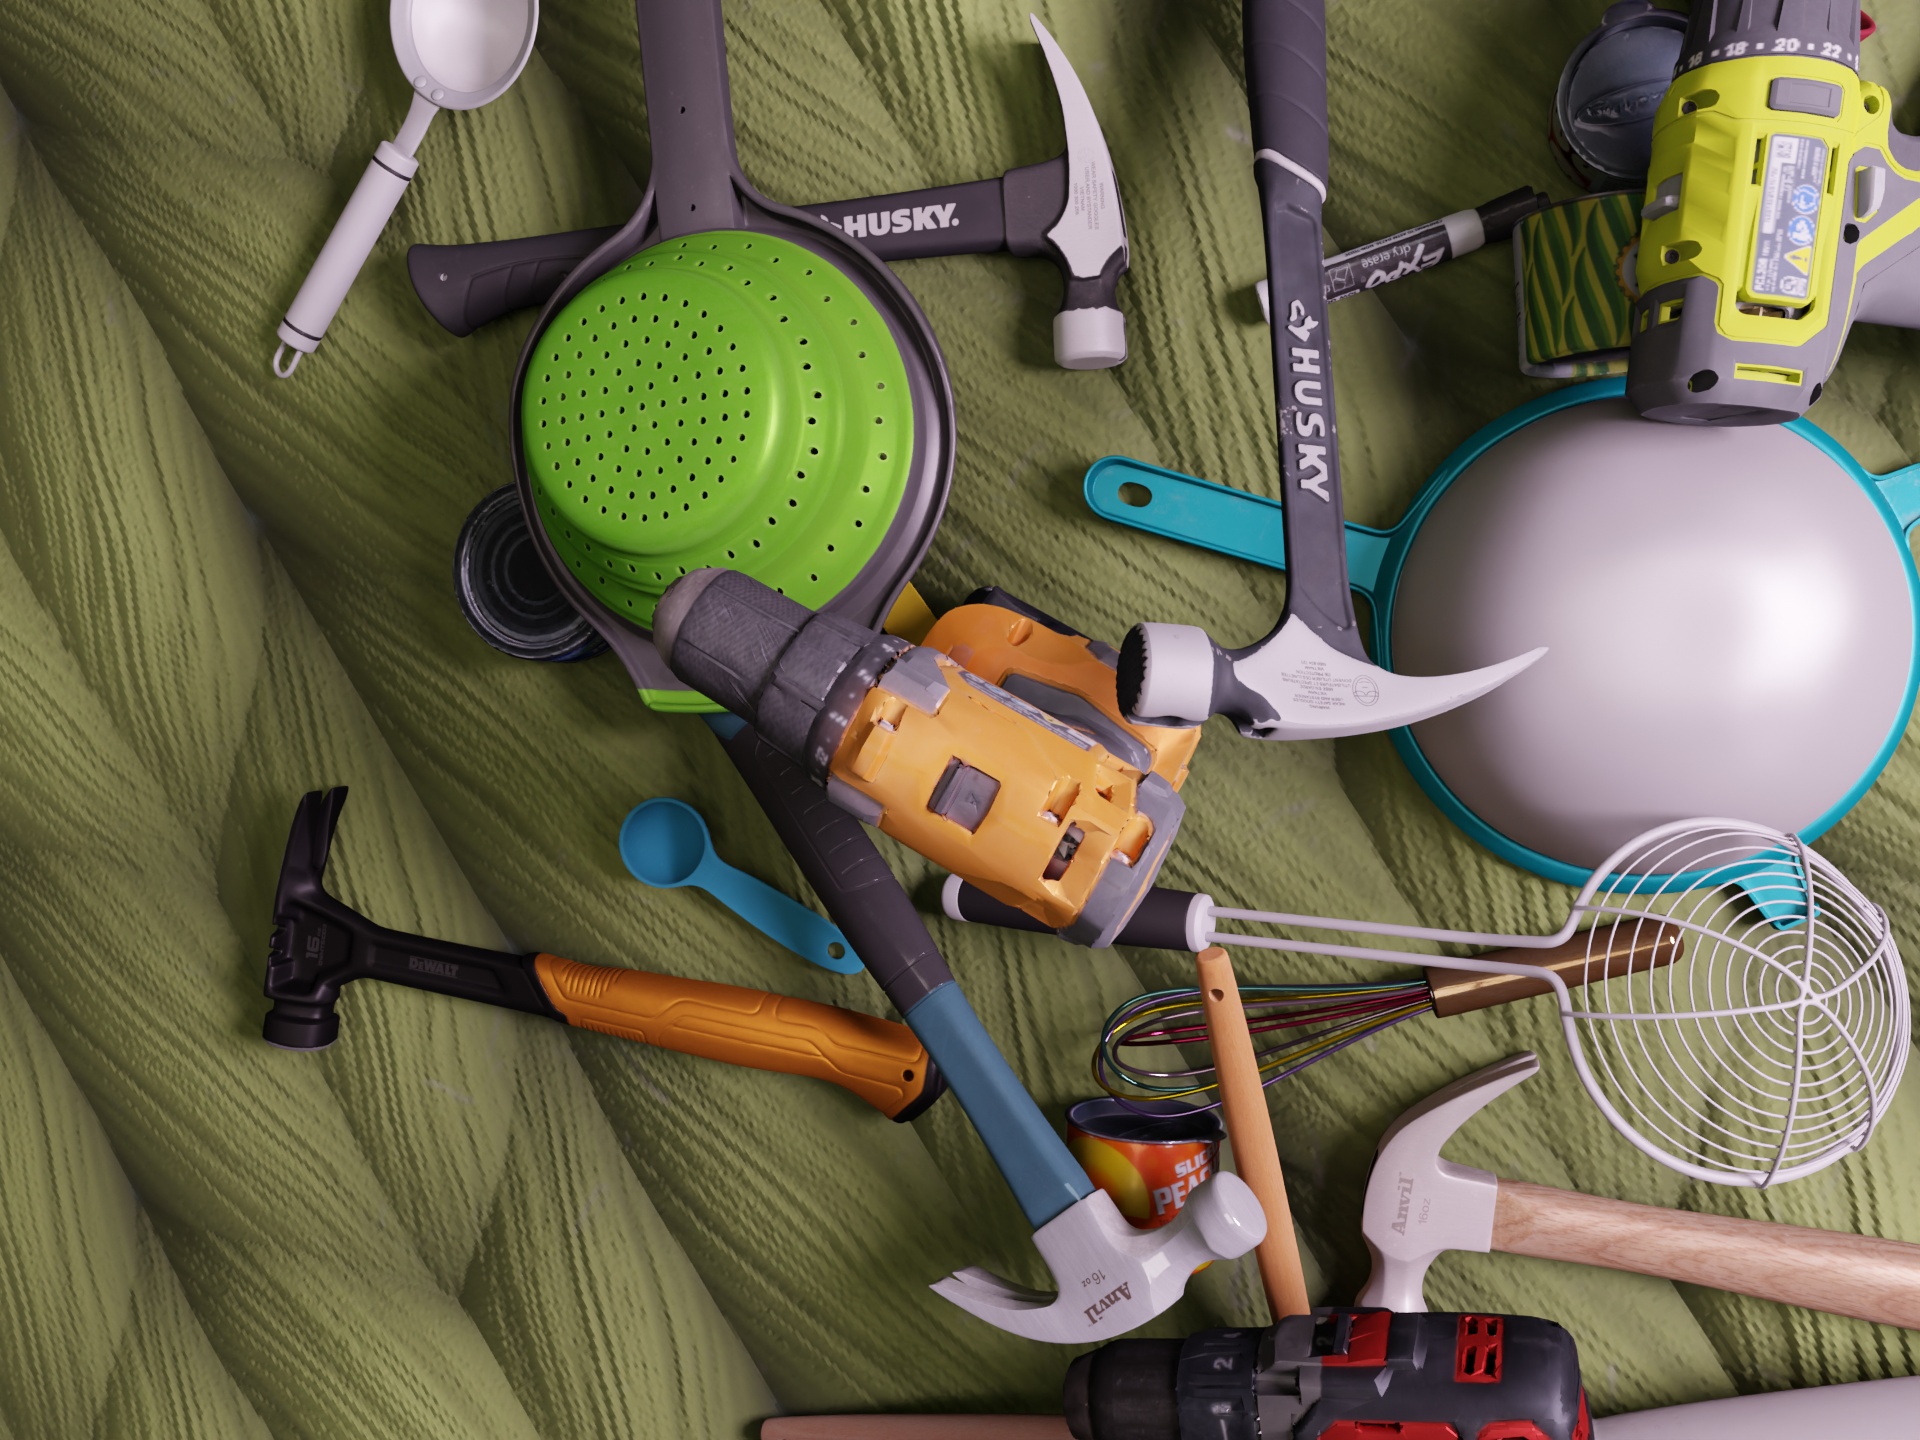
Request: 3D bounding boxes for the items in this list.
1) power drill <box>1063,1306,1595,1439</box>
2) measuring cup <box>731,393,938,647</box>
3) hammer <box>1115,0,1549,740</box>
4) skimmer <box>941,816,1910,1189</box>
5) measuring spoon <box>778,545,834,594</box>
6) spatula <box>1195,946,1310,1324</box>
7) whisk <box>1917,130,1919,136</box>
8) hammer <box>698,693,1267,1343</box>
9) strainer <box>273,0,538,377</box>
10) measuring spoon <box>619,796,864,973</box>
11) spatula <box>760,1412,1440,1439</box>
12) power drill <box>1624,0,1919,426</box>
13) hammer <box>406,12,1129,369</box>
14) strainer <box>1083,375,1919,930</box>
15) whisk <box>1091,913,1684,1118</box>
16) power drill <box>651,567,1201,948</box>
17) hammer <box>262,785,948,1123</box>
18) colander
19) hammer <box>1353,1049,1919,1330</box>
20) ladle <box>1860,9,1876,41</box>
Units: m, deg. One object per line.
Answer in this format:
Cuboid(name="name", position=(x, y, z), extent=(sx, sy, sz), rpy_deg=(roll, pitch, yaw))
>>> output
Cuboid(name="power drill", position=(0.150, 0.319, 0.598), extent=(0.188, 0.080, 0.226), rpy_deg=(-10, 108, 24))
Cuboid(name="measuring cup", position=(-0.046, -0.081, 0.717), extent=(0.062, 0.029, 0.156), rpy_deg=(-34, 96, 12))
Cuboid(name="hammer", position=(0.131, -0.188, 0.602), extent=(0.149, 0.036, 0.409), rpy_deg=(5, 72, -11))
Cuboid(name="skimmer", position=(0.162, 0.092, 0.628), extent=(0.363, 0.090, 0.127), rpy_deg=(2, 75, 35))
Cuboid(name="measuring spoon", position=(-0.065, -0.079, 0.697), extent=(0.021, 0.011, 0.117), rpy_deg=(23, 103, 2))
Cuboid(name="spatula", position=(0.132, 0.241, 0.645), extent=(0.081, 0.041, 0.322), rpy_deg=(-9, 108, 18))
Cuboid(name="whisk", position=(0.435, -0.312, 0.592), extent=(0.055, 0.055, 0.239), rpy_deg=(34, 102, 10))
Cuboid(name="hammer", position=(-0.019, 0.105, 0.667), extent=(0.128, 0.033, 0.331), rpy_deg=(-43, 68, 20))
Cuboid(name="strainer", position=(-0.262, -0.271, 0.749), extent=(0.087, 0.050, 0.258), rpy_deg=(40, 105, 15))
Cuboid(name="measuring spoon", position=(-0.098, 0.078, 0.734), extent=(0.128, 0.021, 0.042), rpy_deg=(32, 97, 1))
Cuboid(name="spatula", position=(0.053, 0.301, 0.673), extent=(0.316, 0.018, 0.059), rpy_deg=(-11, 107, 23))
Cuboid(name="power drill", position=(0.357, -0.194, 0.561), extent=(0.228, 0.080, 0.190), rpy_deg=(6, 93, -4))
Cuboid(name="hammer", position=(-0.094, -0.219, 0.715), extent=(0.335, 0.035, 0.146), rpy_deg=(-3, 91, 13))
Cuboid(name="strainer", position=(0.207, -0.053, 0.620), extent=(0.340, 0.095, 0.211), rpy_deg=(18, 95, 10))
Cuboid(name="whisk", position=(0.172, 0.115, 0.661), extent=(0.245, 0.047, 0.051), rpy_deg=(-15, 93, 8))
Cuboid(name="power drill", position=(-0.001, -0.002, 0.596), extent=(0.185, 0.226, 0.084), rpy_deg=(29, 101, 8))
Cuboid(name="hammer", position=(-0.166, 0.121, 0.738), extent=(0.337, 0.034, 0.127), rpy_deg=(10, 94, 12))
Cuboid(name="colander", position=(-0.119, -0.201, 0.653), extent=(0.204, 0.094, 0.397), rpy_deg=(-6, 89, 14))
Cuboid(name="hammer", position=(0.330, 0.213, 0.631), extent=(0.331, 0.031, 0.130), rpy_deg=(7, 93, 12))
Cuboid(name="ladle", position=(0.233, -0.365, 0.638), extent=(0.315, 0.069, 0.031), rpy_deg=(49, 138, 12))
